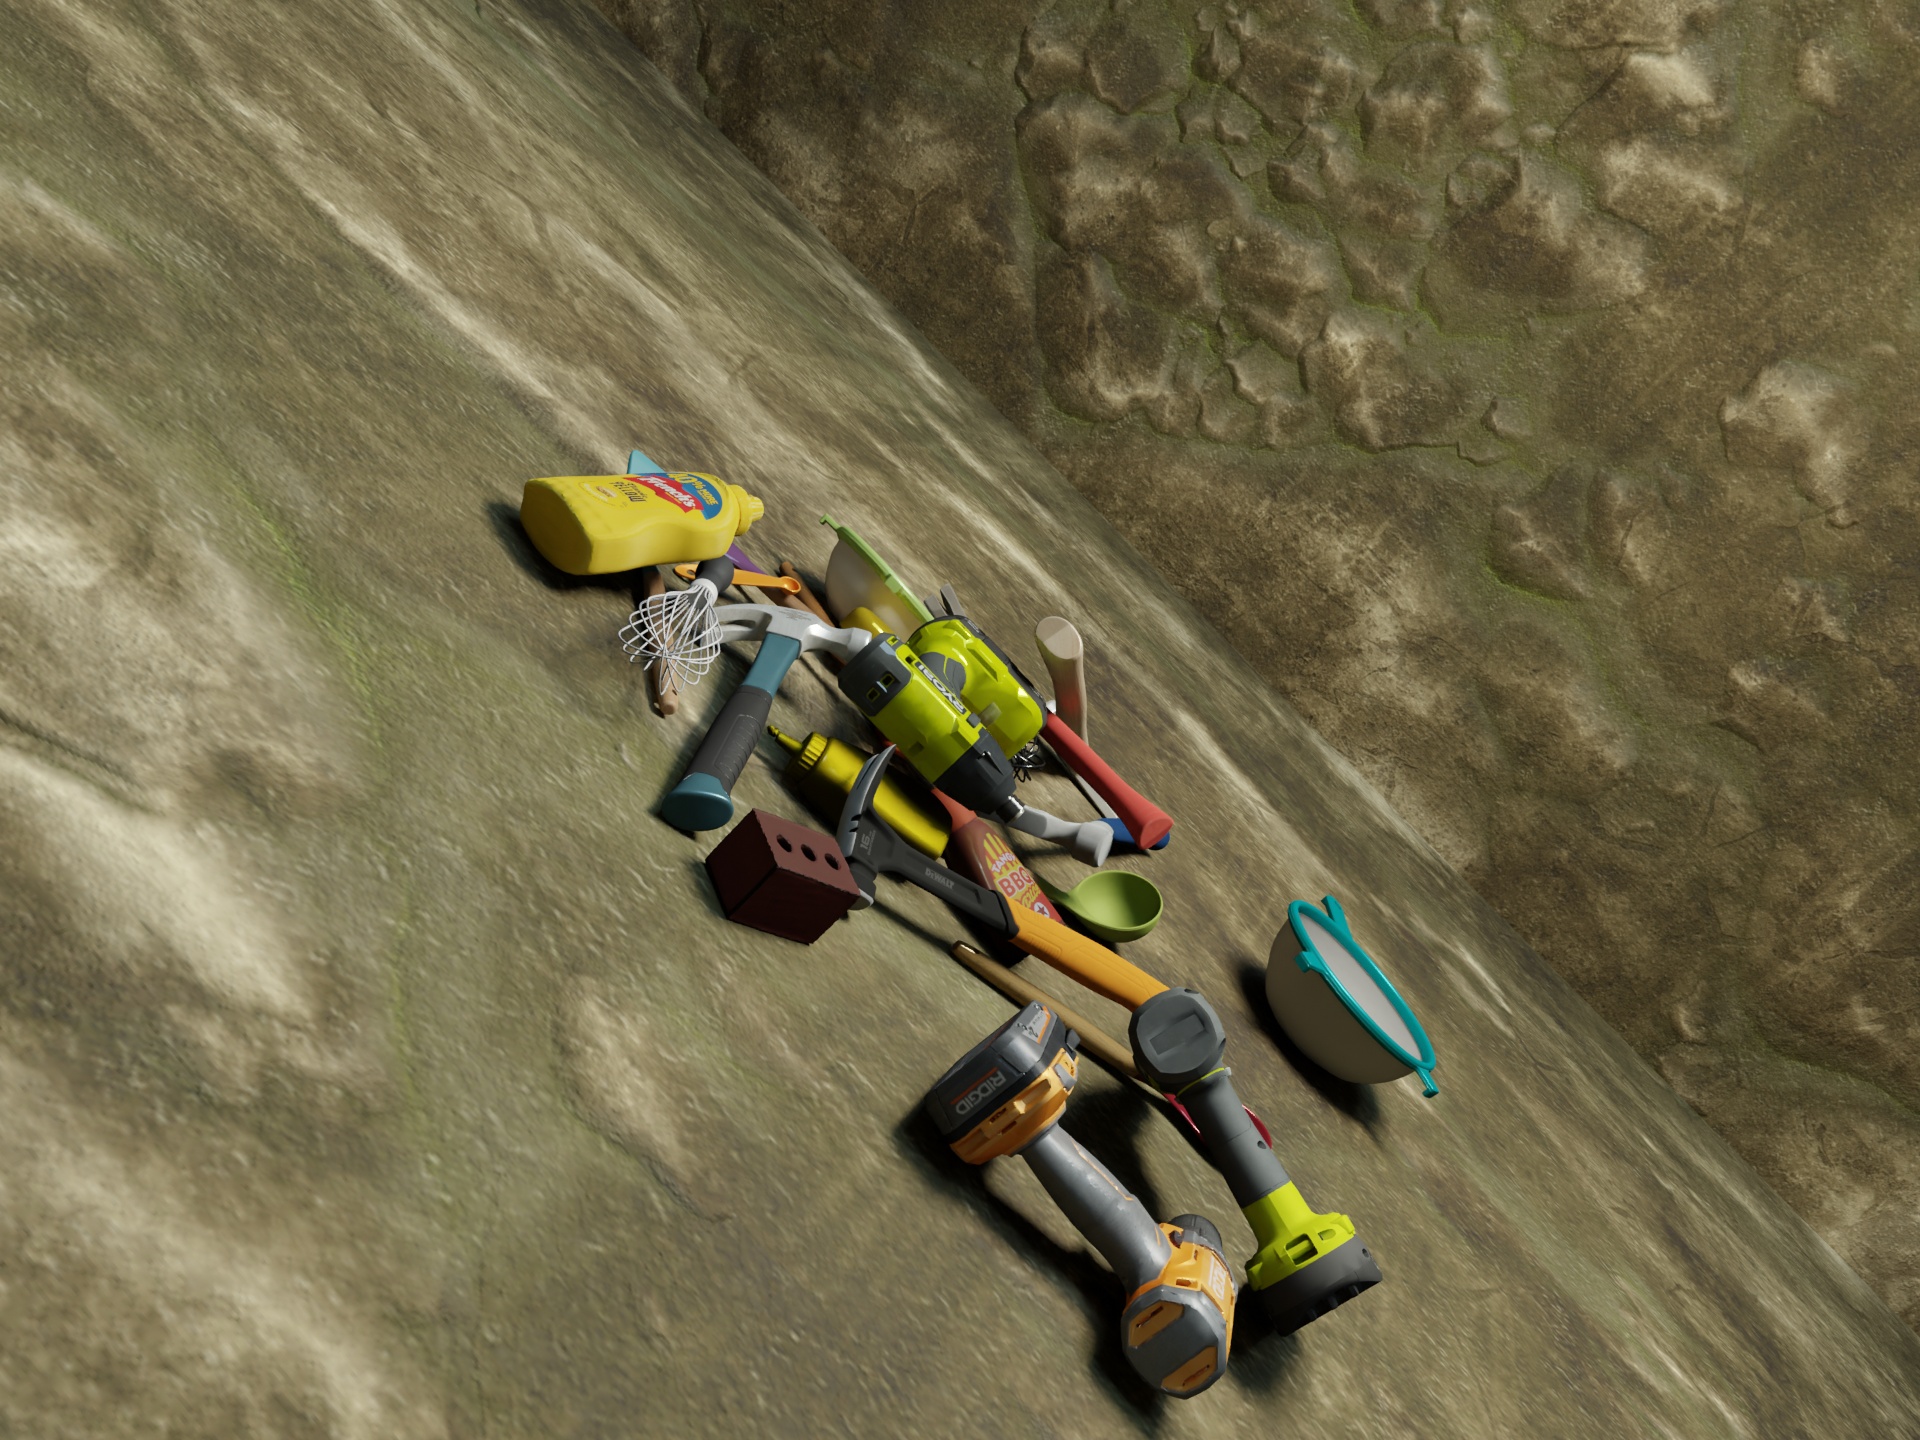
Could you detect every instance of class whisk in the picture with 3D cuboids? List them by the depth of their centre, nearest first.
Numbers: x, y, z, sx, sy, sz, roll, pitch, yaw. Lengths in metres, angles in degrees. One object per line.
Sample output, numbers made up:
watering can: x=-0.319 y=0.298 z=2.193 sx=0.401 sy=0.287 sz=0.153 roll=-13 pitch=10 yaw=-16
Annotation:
whisk: x=-0.195 y=-0.086 z=1.166 sx=0.070 sy=0.070 sz=0.285 roll=40 pitch=13 yaw=-12
whisk: x=0.041 y=0.022 z=1.502 sx=0.055 sy=0.055 sz=0.239 roll=42 pitch=1 yaw=-8

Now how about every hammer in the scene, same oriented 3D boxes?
hammer: x=-0.152 y=-0.011 z=1.153 sx=0.128 sy=0.033 sz=0.331 roll=15 pitch=26 yaw=-1
hammer: x=0.049 y=0.148 z=1.185 sx=0.336 sy=0.034 sz=0.127 roll=33 pitch=49 yaw=-25
hammer: x=0.081 y=0.002 z=1.461 sx=0.359 sy=0.037 sz=0.149 roll=47 pitch=-7 yaw=50
hammer: x=0.127 y=0.102 z=1.531 sx=0.144 sy=0.035 sz=0.405 roll=21 pitch=3 yaw=22
hammer: x=0.112 y=-0.004 z=1.532 sx=0.146 sy=0.038 sz=0.410 roll=53 pitch=-5 yaw=15

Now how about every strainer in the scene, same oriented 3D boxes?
strainer: x=-0.063 y=-0.081 z=1.562 sx=0.152 sy=0.069 sz=0.256 roll=45 pitch=-5 yaw=44
strainer: x=0.380 y=0.274 z=1.665 sx=0.211 sy=0.095 sz=0.340 roll=45 pitch=15 yaw=-6

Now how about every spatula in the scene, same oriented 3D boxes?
spatula: x=-0.231 y=-0.105 z=1.235 sx=0.082 sy=0.044 sz=0.318 roll=43 pitch=16 yaw=-35
spatula: x=-0.155 y=-0.107 z=1.406 sx=0.316 sy=0.018 sz=0.059 roll=40 pitch=17 yaw=15
spatula: x=-0.088 y=-0.046 z=1.430 sx=0.081 sy=0.041 sz=0.323 roll=15 pitch=32 yaw=-48

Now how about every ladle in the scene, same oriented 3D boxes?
ladle: x=0.116 y=0.254 z=1.217 sx=0.315 sy=0.031 sz=0.069 roll=36 pitch=23 yaw=-18
ladle: x=0.051 y=0.119 z=1.338 sx=0.319 sy=0.062 sz=0.078 roll=28 pitch=20 yaw=-37

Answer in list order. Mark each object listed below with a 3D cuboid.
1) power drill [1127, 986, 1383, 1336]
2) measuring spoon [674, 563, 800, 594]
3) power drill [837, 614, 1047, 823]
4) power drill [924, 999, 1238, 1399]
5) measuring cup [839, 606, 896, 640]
power drill: x=0.192 y=0.299 z=1.106 sx=0.229 sy=0.080 sz=0.190 roll=60 pitch=-2 yaw=19
measuring spoon: x=-0.192 y=-0.120 z=1.366 sx=0.116 sy=0.011 sz=0.021 roll=5 pitch=42 yaw=-32
power drill: x=-0.002 y=-0.004 z=1.275 sx=0.171 sy=0.080 sz=0.223 roll=46 pitch=15 yaw=-1
power drill: x=0.088 y=0.287 z=0.986 sx=0.226 sy=0.084 sz=0.185 roll=51 pitch=10 yaw=7
measuring cup: x=-0.052 y=-0.059 z=1.472 sx=0.156 sy=0.029 sz=0.062 roll=34 pitch=12 yaw=-46
